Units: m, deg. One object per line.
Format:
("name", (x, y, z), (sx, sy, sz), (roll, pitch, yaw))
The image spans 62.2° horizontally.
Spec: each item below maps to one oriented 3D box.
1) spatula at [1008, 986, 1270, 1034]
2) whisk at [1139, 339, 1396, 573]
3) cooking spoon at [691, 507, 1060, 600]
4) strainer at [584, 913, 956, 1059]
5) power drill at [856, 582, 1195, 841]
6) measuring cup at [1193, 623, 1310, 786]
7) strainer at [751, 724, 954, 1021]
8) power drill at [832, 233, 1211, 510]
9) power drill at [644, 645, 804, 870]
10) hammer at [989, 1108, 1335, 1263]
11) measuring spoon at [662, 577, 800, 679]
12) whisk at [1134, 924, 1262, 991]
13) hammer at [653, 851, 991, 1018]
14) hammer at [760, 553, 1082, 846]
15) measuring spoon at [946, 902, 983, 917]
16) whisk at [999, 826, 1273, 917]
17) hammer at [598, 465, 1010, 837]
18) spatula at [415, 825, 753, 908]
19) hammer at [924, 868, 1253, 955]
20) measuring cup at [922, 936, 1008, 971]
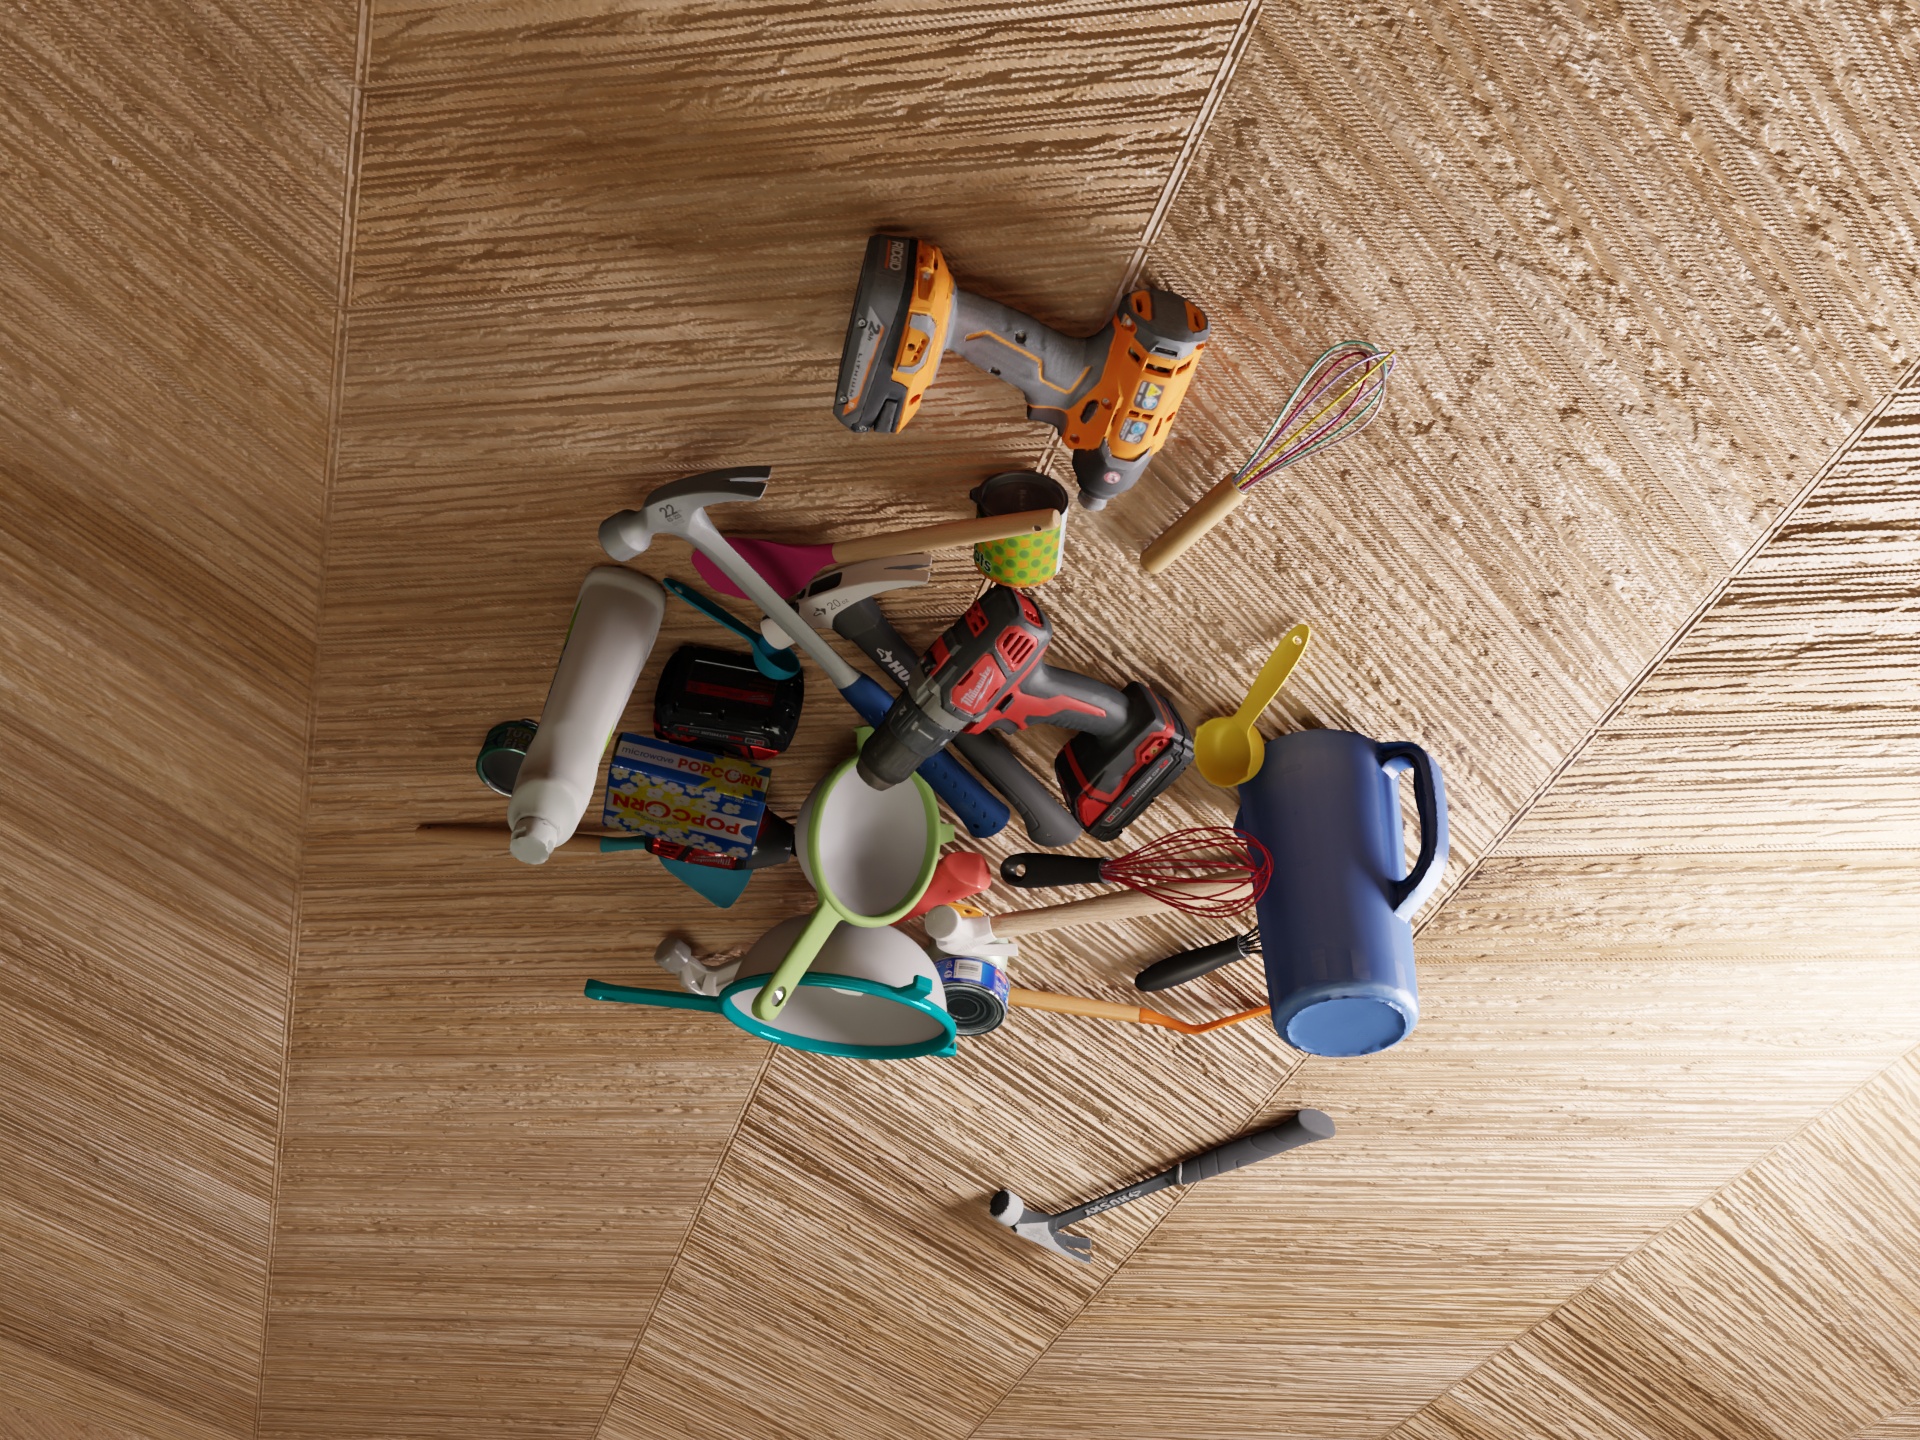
("spatula", (0.151, 0.273, 1.541), (0.322, 0.041, 0.081), (6, 168, 10))
("whisk", (0.207, -0.178, 1.109), (0.051, 0.047, 0.245), (30, 133, -21))
("cooking spoon", (-0.069, -0.126, 1.160), (0.319, 0.017, 0.068), (-4, 137, 32))
("strainer", (-0.166, 0.223, 1.426), (0.340, 0.095, 0.210), (4, 152, 10))
("power drill", (0.048, 0.012, 1.227), (0.226, 0.080, 0.188), (29, 114, -34))
("measuring cup", (0.240, -0.014, 1.265), (0.029, 0.062, 0.156), (-6, 134, -47))
("strainer", (-0.115, 0.138, 1.330), (0.069, 0.256, 0.151), (2, 140, 44))
("power drill", (0.034, -0.224, 1.062), (0.226, 0.084, 0.164), (11, 134, -9))
("power drill", (-0.193, 0.046, 1.348), (0.143, 0.079, 0.219), (10, 136, -2))
("hammer", (0.231, 0.510, 1.756), (0.409, 0.036, 0.149), (-31, 124, 30))
("measuring spoon", (-0.185, -0.070, 1.262), (0.128, 0.042, 0.021), (34, 115, -14))
("whisk", (0.259, 0.210, 1.465), (0.239, 0.055, 0.055), (-26, 125, 32))
("hammer", (-0.116, 0.205, 1.499), (0.359, 0.037, 0.149), (-25, 128, 30))
("hammer", (-0.002, -0.004, 1.302), (0.146, 0.035, 0.334), (-25, 125, 28))
("measuring spoon", (-0.035, 0.169, 1.487), (0.117, 0.011, 0.021), (12, 137, -9))
("whisk", (0.135, 0.124, 1.308), (0.296, 0.073, 0.073), (-6, 138, 49))
("hammer", (-0.089, -0.039, 1.226), (0.144, 0.035, 0.405), (-21, 129, 33))
("spatula", (-0.350, 0.122, 1.454), (0.317, 0.082, 0.044), (3, 117, 11))
("hammer", (0.141, 0.166, 1.423), (0.331, 0.031, 0.130), (-11, 160, 8))
("measuring cup", (-0.033, 0.240, 1.531), (0.167, 0.038, 0.083), (-18, 128, 19))
